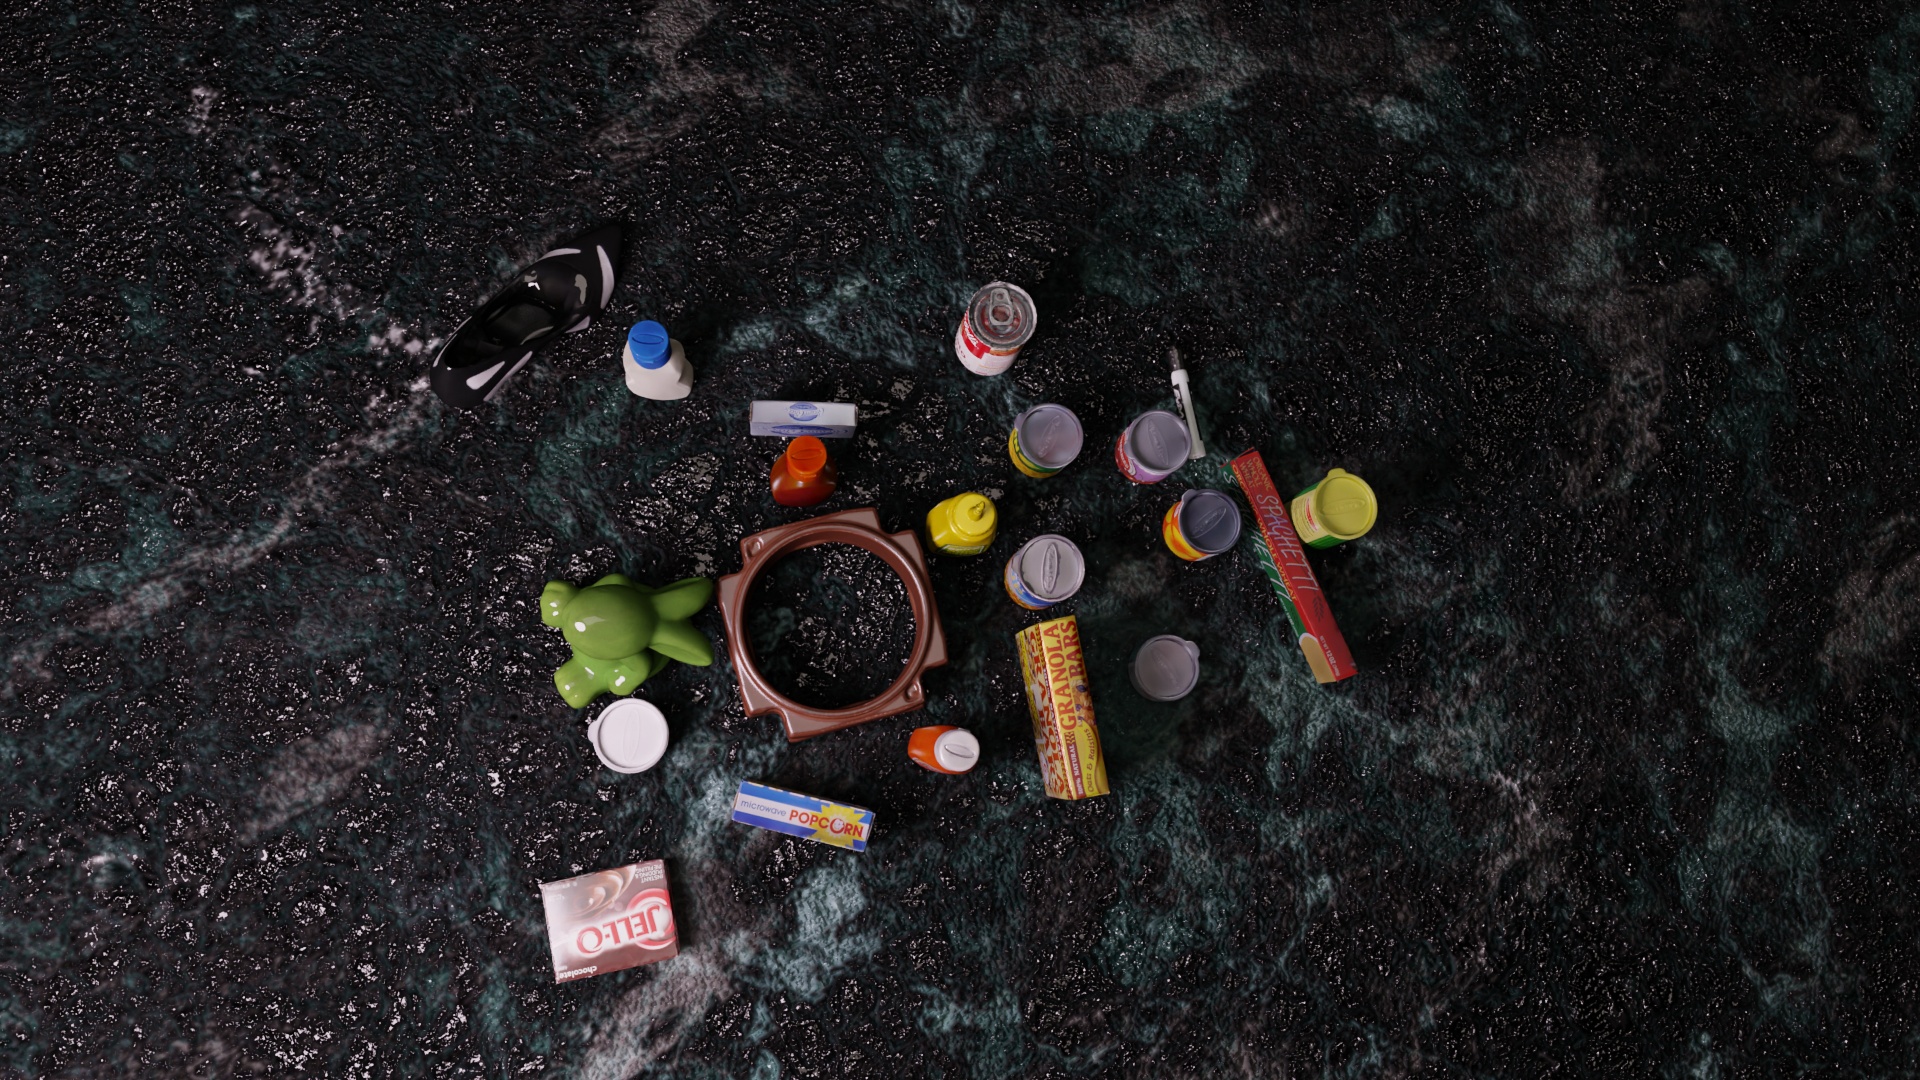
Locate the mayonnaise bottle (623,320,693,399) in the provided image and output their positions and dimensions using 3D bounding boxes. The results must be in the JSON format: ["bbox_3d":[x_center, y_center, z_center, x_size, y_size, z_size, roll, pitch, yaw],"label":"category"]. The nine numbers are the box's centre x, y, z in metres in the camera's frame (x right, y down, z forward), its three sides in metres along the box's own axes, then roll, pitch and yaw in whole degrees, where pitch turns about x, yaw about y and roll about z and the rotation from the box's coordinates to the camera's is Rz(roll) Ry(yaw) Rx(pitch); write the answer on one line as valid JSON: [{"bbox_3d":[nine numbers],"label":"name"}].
[{"bbox_3d":[-0.288,-0.169,1.310,0.065,0.148,0.041,3,81,-7],"label":"mayonnaise bottle"}]

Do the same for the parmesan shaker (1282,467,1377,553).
[{"bbox_3d":[0.368,-0.029,1.403,0.071,0.103,0.071,1,81,-8],"label":"parmesan shaker"}]

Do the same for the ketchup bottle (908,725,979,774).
[{"bbox_3d":[-0.011,0.194,1.289,0.065,0.148,0.043,17,79,-5],"label":"ketchup bottle"}]

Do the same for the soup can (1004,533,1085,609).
[{"bbox_3d":[0.078,0.031,1.362,0.071,0.083,0.071,1,81,-8],"label":"soup can"}]

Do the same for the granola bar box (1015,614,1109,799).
[{"bbox_3d":[0.094,0.161,1.322,0.039,0.124,0.165,-9,82,-9],"label":"granola bar box"}]

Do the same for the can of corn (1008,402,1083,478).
[{"bbox_3d":[0.083,-0.101,1.398,0.071,0.058,0.071,1,81,-8],"label":"can of corn"}]

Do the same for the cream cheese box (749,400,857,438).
[{"bbox_3d":[-0.155,-0.119,1.369,0.104,0.053,0.024,1,81,-8],"label":"cream cheese box"}]

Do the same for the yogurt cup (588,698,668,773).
[{"bbox_3d":[-0.306,0.183,1.298,0.072,0.054,0.072,1,81,-8],"label":"yogurt cup"}]

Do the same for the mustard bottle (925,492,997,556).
[{"bbox_3d":[0.005,-0.017,1.321,0.065,0.160,0.049,0,81,-8],"label":"mustard bottle"}]

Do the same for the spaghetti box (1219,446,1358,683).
[{"bbox_3d":[0.333,0.026,1.416,0.029,0.050,0.250,-23,85,-11],"label":"spaghetti box"}]

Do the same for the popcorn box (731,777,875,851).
[{"bbox_3d":[-0.148,0.254,1.292,0.127,0.085,0.038,15,80,-5],"label":"popcorn box"}]

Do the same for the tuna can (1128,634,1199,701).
[{"bbox_3d":[0.205,0.127,1.390,0.071,0.032,0.071,1,81,-8],"label":"tuna can"}]

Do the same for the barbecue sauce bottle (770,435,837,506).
[{"bbox_3d":[-0.147,-0.065,1.313,0.065,0.148,0.043,-8,83,-9],"label":"barbecue sauce bottle"}]

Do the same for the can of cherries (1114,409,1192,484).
[{"bbox_3d":[0.193,-0.094,1.412,0.071,0.058,0.071,1,81,-8],"label":"can of cherries"}]

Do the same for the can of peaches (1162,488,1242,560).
[{"bbox_3d":[0.243,-0.017,1.406,0.071,0.058,0.071,1,81,-8],"label":"can of peaches"}]
